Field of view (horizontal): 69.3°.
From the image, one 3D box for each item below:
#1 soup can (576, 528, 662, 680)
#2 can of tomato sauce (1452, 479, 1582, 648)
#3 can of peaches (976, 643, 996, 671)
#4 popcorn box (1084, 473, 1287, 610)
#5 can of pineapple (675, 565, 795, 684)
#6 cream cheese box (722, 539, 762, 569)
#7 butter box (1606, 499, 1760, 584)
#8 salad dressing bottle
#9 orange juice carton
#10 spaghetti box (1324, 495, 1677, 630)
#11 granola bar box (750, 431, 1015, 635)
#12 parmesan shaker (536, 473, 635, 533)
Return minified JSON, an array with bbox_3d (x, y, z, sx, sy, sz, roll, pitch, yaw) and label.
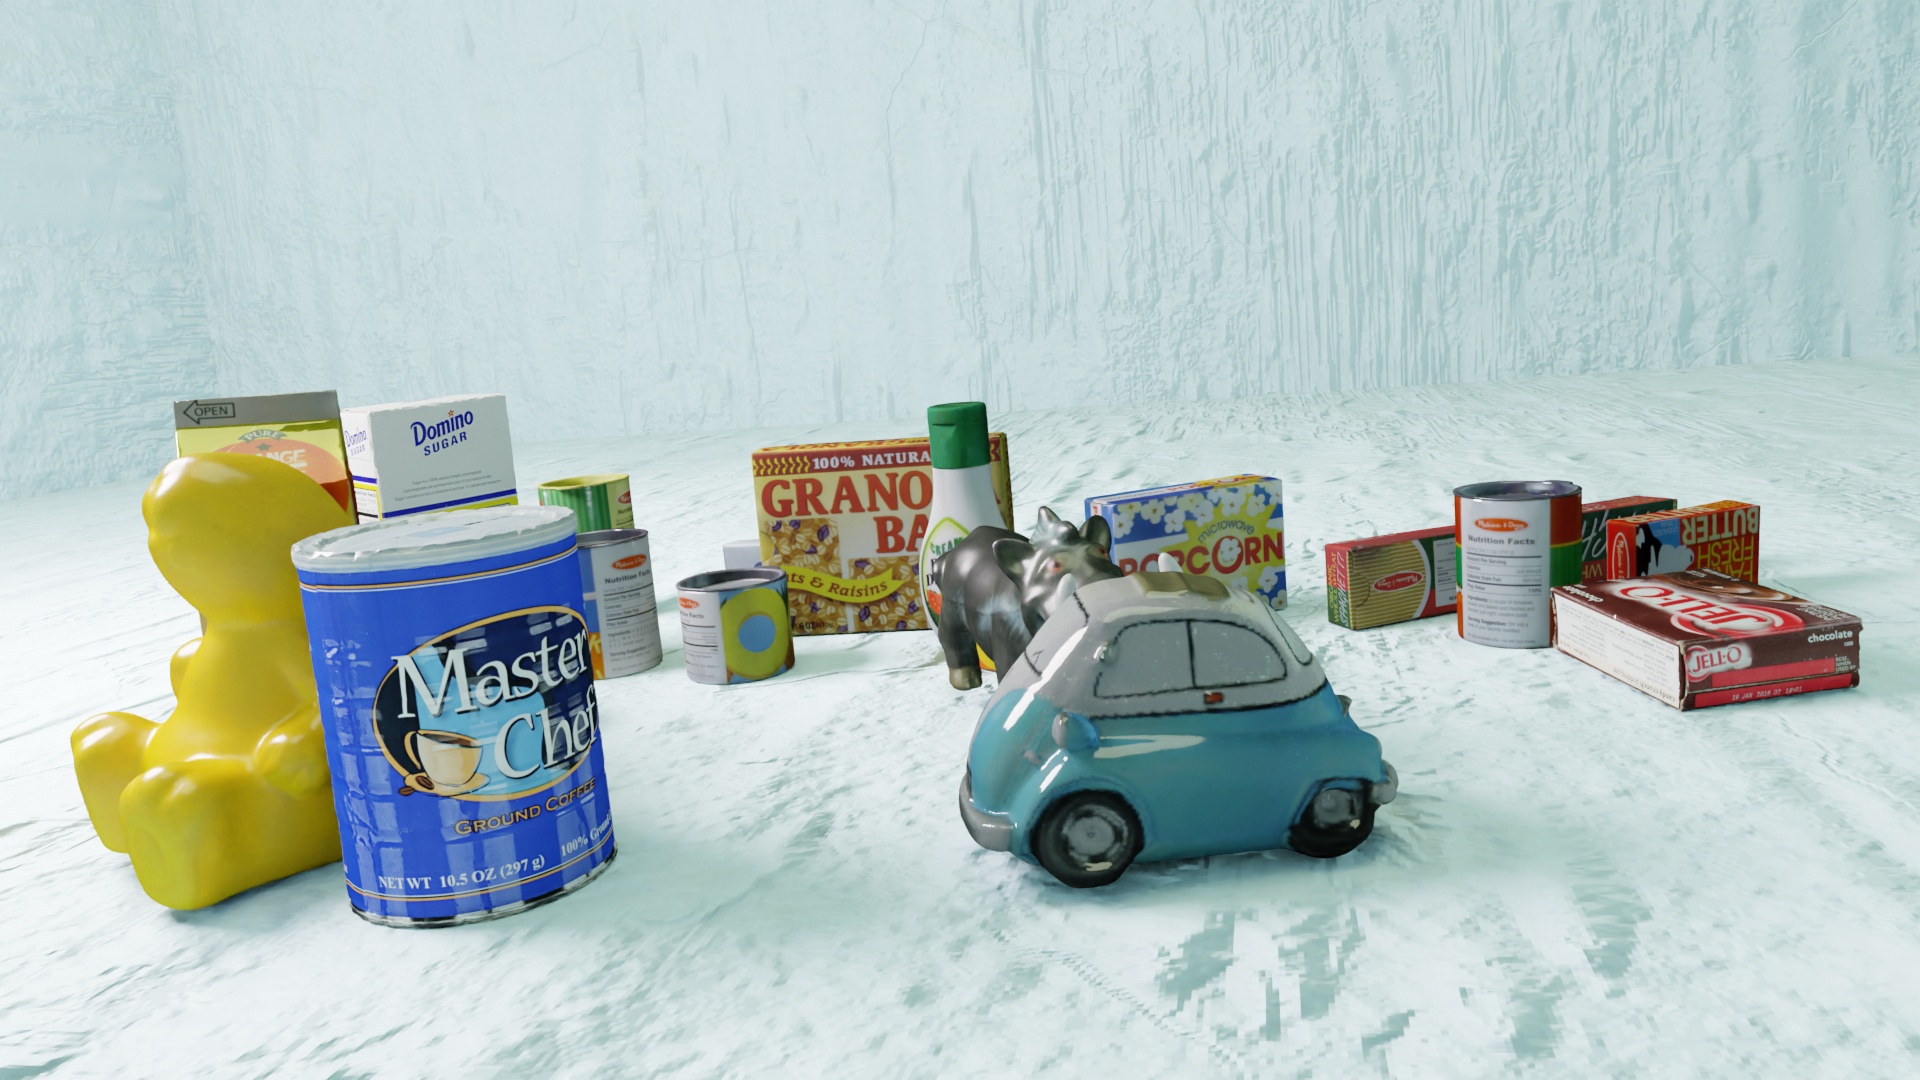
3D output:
[{"bbox_3d":[-0.226,0.038,0.868,0.071,0.083,0.071,-5,9,1],"label":"soup can"},{"bbox_3d":[0.310,0.012,0.770,0.071,0.083,0.071,-5,9,1],"label":"can of tomato sauce"},{"bbox_3d":[0.034,0.041,0.807,0.071,0.058,0.071,-5,9,1],"label":"can of peaches"},{"bbox_3d":[0.141,0.008,0.864,0.127,0.085,0.038,-9,10,-23],"label":"popcorn box"},{"bbox_3d":[-0.133,0.050,0.834,0.071,0.057,0.071,-5,9,1],"label":"can of pineapple"},{"bbox_3d":[-0.115,0.025,0.985,0.104,0.053,0.024,-2,9,14],"label":"cream cheese box"},{"bbox_3d":[0.428,0.008,0.822,0.104,0.053,0.024,-9,10,-22],"label":"butter box"},{"bbox_3d":[0.003,-0.011,0.857,0.064,0.147,0.044,1,11,31],"label":"salad dressing bottle"},{"bbox_3d":[-0.324,0.025,0.669,0.072,0.192,0.073,-9,10,-22],"label":"orange juice carton"},{"bbox_3d":[0.338,0.011,0.857,0.251,0.050,0.029,-8,10,-19],"label":"spaghetti box"},{"bbox_3d":[-0.048,-0.004,0.911,0.165,0.124,0.039,-3,9,8],"label":"granola bar box"},{"bbox_3d":[-0.272,0.007,1.020,0.071,0.103,0.071,-5,9,1],"label":"parmesan shaker"}]
